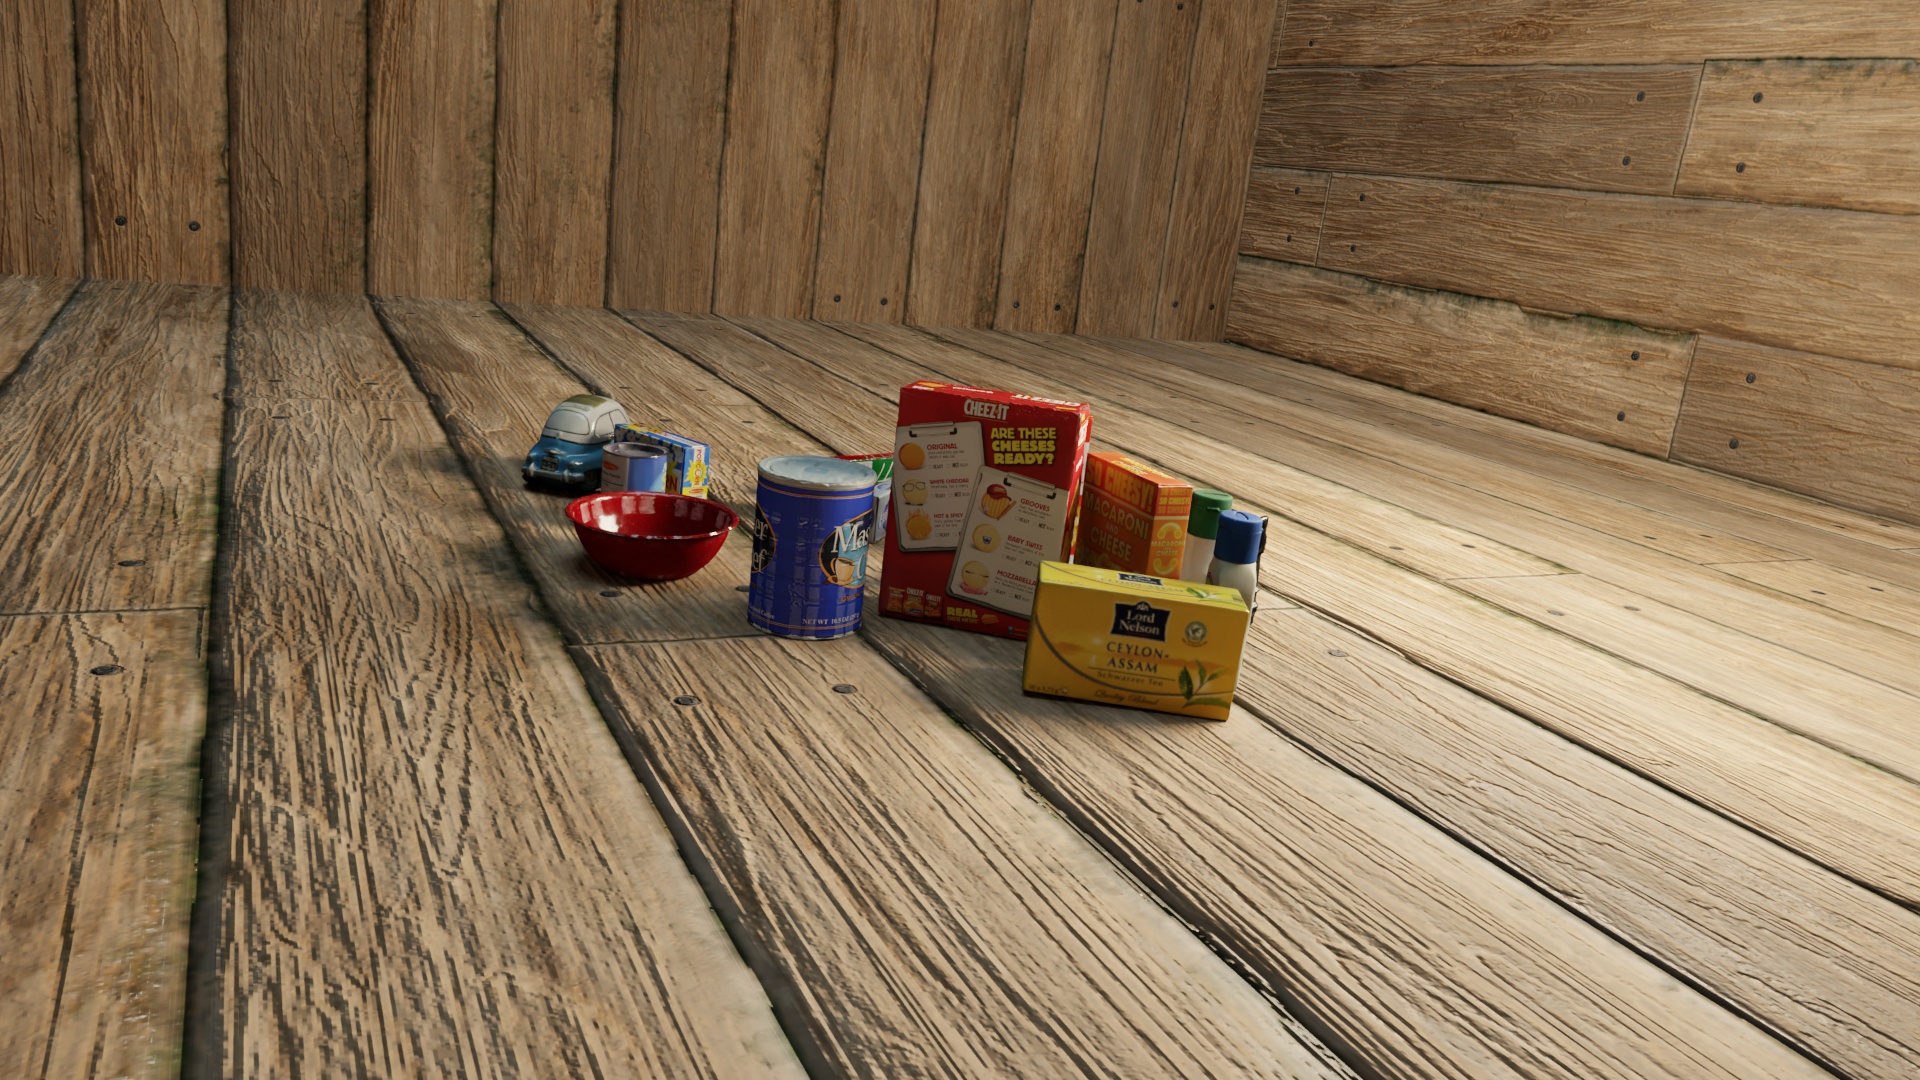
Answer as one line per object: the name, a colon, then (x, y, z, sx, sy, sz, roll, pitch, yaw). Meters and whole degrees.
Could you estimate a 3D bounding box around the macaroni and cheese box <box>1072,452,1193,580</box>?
macaroni and cheese box: (0.148, 0.015, 1.242, 0.040, 0.166, 0.124, -1, 16, -26)

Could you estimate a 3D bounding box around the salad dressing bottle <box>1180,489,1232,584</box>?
salad dressing bottle: (0.217, 0.029, 1.256, 0.064, 0.147, 0.044, 8, 15, 4)

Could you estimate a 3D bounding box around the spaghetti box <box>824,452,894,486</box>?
spaghetti box: (-0.097, -0.081, 1.714, 0.251, 0.050, 0.029, -7, 20, -42)

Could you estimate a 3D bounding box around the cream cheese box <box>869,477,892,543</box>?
cream cheese box: (-0.086, -0.034, 1.539, 0.024, 0.053, 0.104, 11, 15, 15)

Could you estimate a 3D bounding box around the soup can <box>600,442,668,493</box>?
soup can: (-0.339, -0.055, 1.448, 0.071, 0.083, 0.071, 6, 15, -2)

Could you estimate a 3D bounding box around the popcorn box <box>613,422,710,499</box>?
popcorn box: (-0.330, -0.076, 1.526, 0.127, 0.085, 0.038, 19, 19, 38)

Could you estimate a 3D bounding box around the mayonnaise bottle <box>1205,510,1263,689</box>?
mayonnaise bottle: (0.227, 0.050, 1.183, 0.041, 0.147, 0.065, 6, 15, -3)

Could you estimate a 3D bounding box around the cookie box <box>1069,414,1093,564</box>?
cookie box: (0.068, -0.058, 1.476, 0.123, 0.167, 0.040, 2, 15, -16)
